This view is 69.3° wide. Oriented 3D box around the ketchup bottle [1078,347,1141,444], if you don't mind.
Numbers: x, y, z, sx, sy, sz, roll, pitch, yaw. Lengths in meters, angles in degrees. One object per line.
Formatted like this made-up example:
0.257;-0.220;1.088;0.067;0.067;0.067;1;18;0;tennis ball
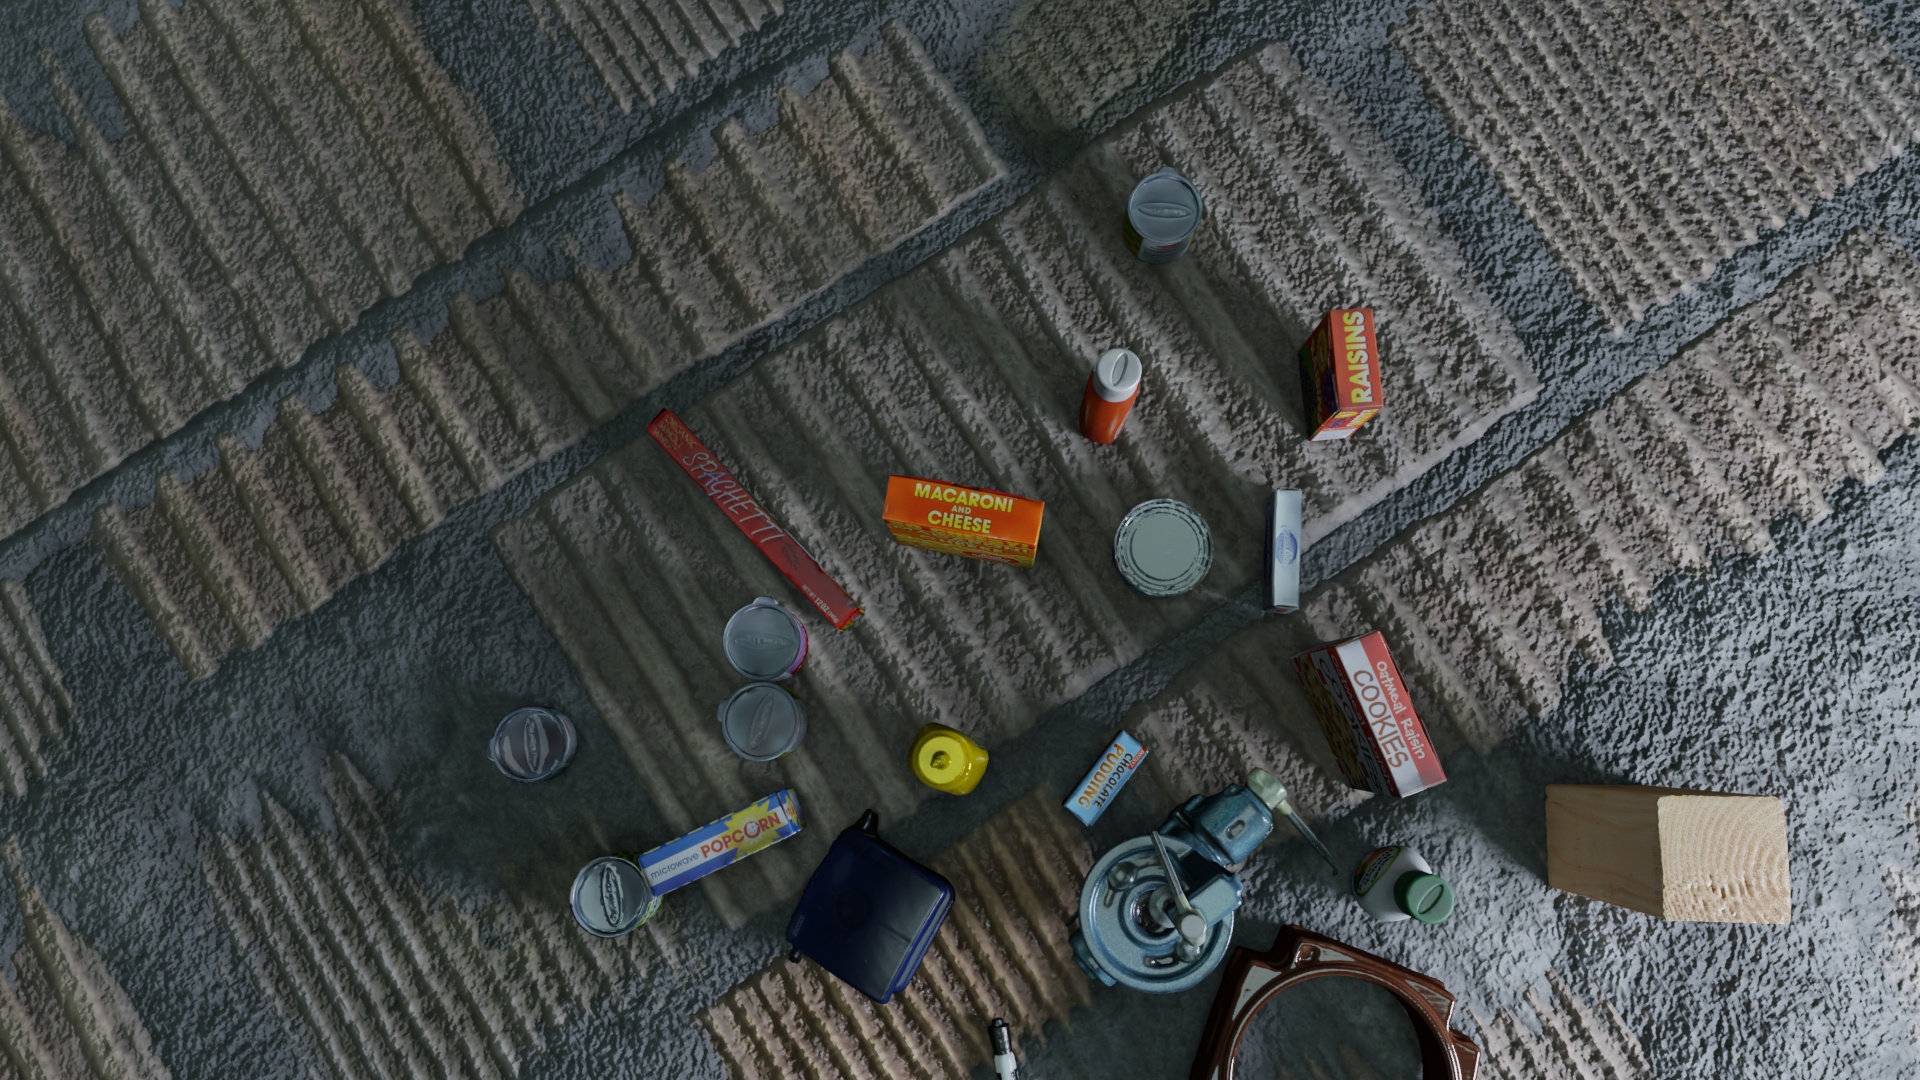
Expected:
0.127;-0.126;1.172;0.043;0.148;0.065;18;83;4;ketchup bottle

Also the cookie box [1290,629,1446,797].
0.325;0.139;1.119;0.040;0.167;0.123;-22;82;-1;cookie box

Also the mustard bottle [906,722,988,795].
-0.012;0.177;1.126;0.065;0.160;0.049;27;84;5;mustard bottle

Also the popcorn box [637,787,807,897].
-0.196;0.250;1.159;0.127;0.085;0.038;-24;82;-2;popcorn box

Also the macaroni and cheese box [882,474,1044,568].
0.004;-0.014;1.150;0.124;0.166;0.040;10;83;3;macaroni and cheese box

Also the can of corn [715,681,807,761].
-0.168;0.153;1.185;0.071;0.058;0.071;0;82;2;can of corn

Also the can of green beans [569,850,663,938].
-0.288;0.297;1.168;0.071;0.057;0.071;0;82;2;can of green beans

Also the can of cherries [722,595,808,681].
-0.165;0.086;1.195;0.071;0.058;0.071;0;82;2;can of cherries

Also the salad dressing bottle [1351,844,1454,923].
0.354;0.277;1.108;0.044;0.147;0.064;42;85;6;salad dressing bottle

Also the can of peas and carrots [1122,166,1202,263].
0.179;-0.289;1.240;0.071;0.058;0.071;0;82;2;can of peas and carrots

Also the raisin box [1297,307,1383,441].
0.321;-0.139;1.181;0.040;0.123;0.086;-3;82;1;raisin box

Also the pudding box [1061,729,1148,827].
0.122;0.201;1.175;0.030;0.049;0.084;38;85;6;pudding box

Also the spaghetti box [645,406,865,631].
-0.180;-0.018;1.215;0.029;0.050;0.250;-44;83;-4;spaghetti box

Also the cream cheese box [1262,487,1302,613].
0.277;0.010;1.196;0.024;0.053;0.104;3;82;2;cream cheese box

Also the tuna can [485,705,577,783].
-0.370;0.176;1.201;0.071;0.033;0.071;0;82;2;tuna can
